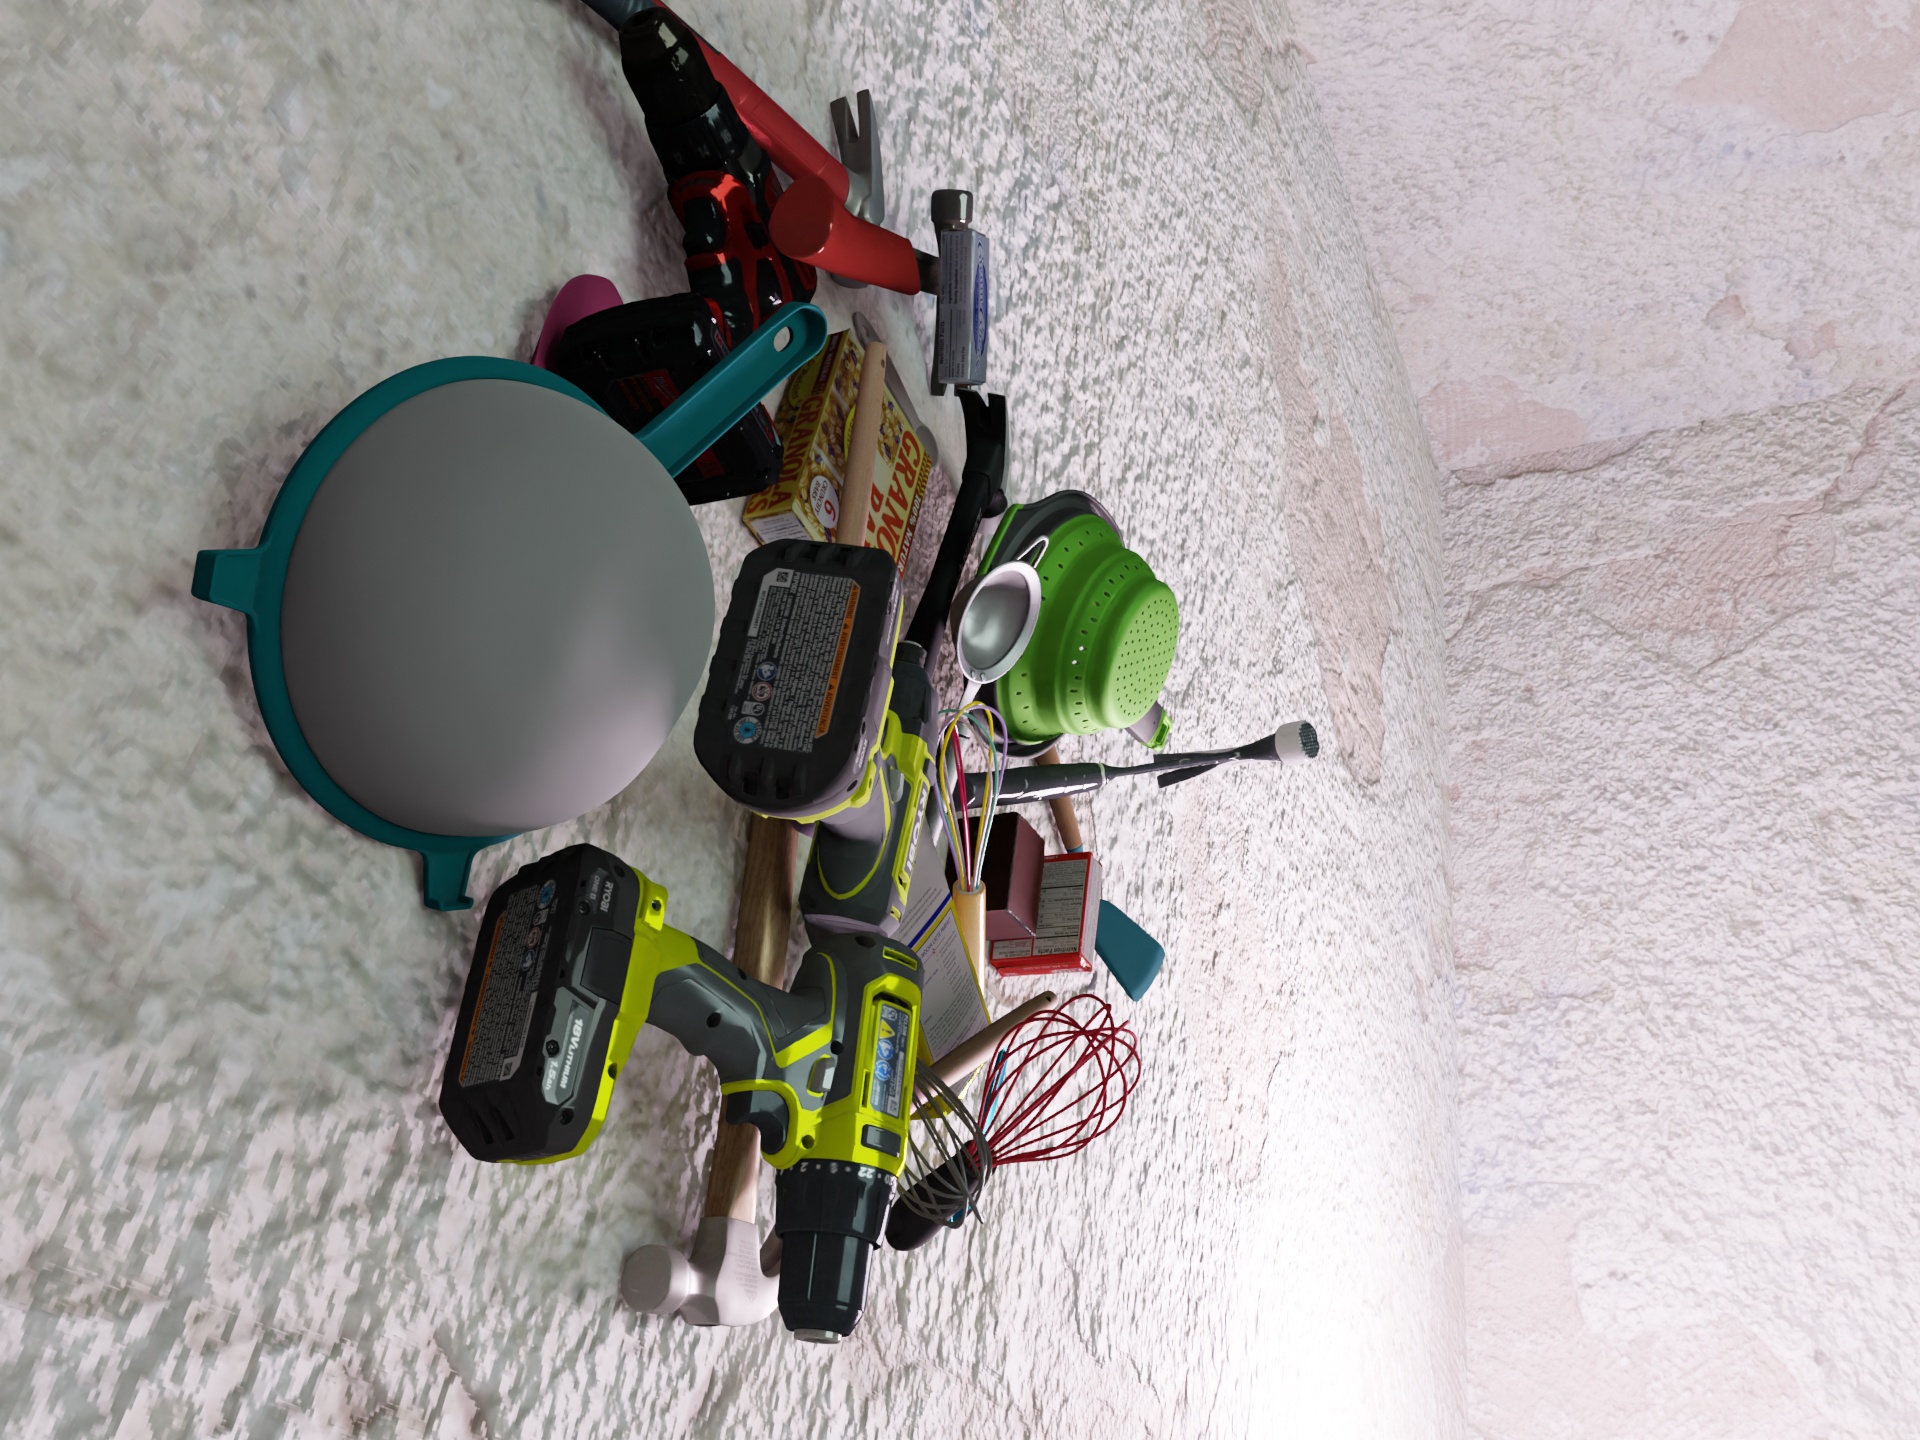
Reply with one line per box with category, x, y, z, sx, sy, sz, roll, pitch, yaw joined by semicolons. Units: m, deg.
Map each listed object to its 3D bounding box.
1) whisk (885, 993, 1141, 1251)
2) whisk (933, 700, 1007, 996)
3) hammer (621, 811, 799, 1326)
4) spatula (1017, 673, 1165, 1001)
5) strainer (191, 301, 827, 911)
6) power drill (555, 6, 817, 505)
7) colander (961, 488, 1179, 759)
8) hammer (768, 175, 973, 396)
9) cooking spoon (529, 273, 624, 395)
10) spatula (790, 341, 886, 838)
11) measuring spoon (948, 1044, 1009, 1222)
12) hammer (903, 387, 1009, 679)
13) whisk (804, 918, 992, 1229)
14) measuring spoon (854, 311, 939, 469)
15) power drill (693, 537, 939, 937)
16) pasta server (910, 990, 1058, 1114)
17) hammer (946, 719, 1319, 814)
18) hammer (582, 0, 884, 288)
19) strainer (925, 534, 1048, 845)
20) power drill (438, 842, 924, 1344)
whisk;0.018;0.234;0.877;0.073;0.295;0.073;15;49;-18
whisk;0.002;0.093;1.038;0.047;0.051;0.244;-74;166;-56
hammer;-0.110;0.153;0.864;0.129;0.031;0.332;41;46;-53
spatula;0.096;0.077;1.296;0.082;0.044;0.317;-43;120;-55
strainer;-0.136;-0.081;0.686;0.340;0.095;0.210;-51;138;-31
power drill;-0.144;-0.247;0.848;0.187;0.080;0.227;64;25;-47
colander;0.129;-0.034;1.228;0.396;0.094;0.204;36;76;-60
hammer;-0.045;-0.287;1.028;0.359;0.037;0.149;-38;131;-73
cooking spoon;-0.223;-0.122;0.735;0.319;0.017;0.068;-67;146;-48
spatula;-0.070;-0.085;0.945;0.059;0.018;0.316;35;57;-56
measuring spoon;0.007;0.267;1.046;0.042;0.021;0.129;45;59;-66
hammer;-0.017;-0.081;1.087;0.146;0.035;0.335;88;16;-53
whisk;-0.041;0.176;0.866;0.055;0.055;0.239;53;3;-45
measuring spoon;-0.050;-0.233;1.134;0.124;0.018;0.034;62;31;-21
power drill;-0.058;0.004;0.825;0.223;0.080;0.171;69;31;-67
pasta server;-0.008;0.208;0.950;0.060;0.040;0.316;48;26;13
hammer;0.112;0.040;1.227;0.408;0.149;0.036;-5;82;-48
hammer;-0.153;-0.399;0.943;0.386;0.038;0.143;21;63;-61
strainer;-0.002;-0.003;1.049;0.086;0.050;0.258;15;92;-56
power drill;-0.112;0.169;0.728;0.228;0.080;0.191;31;53;-37
